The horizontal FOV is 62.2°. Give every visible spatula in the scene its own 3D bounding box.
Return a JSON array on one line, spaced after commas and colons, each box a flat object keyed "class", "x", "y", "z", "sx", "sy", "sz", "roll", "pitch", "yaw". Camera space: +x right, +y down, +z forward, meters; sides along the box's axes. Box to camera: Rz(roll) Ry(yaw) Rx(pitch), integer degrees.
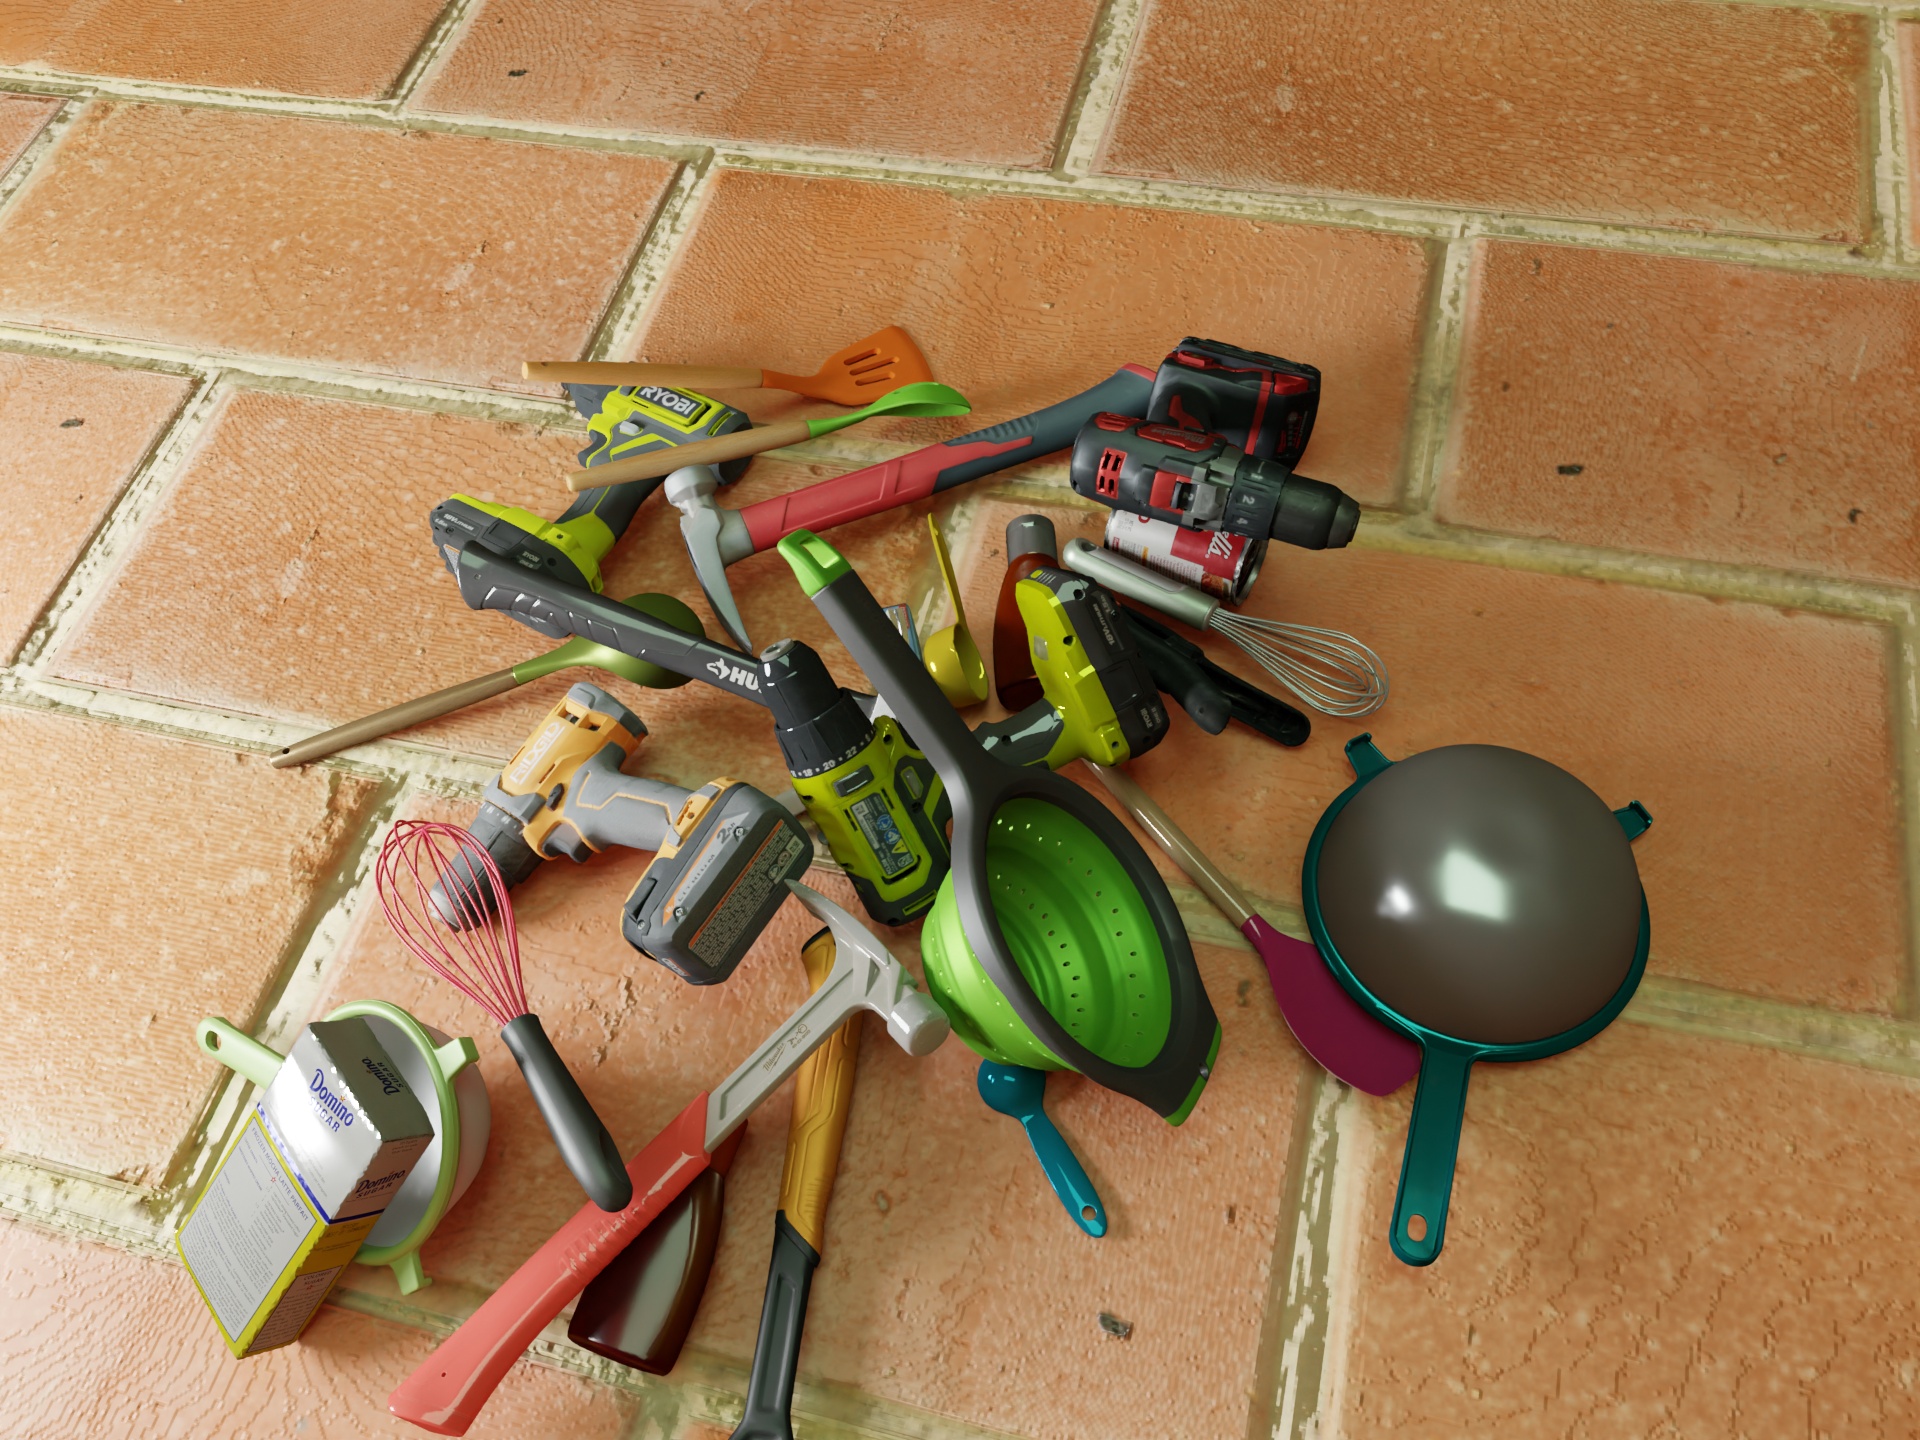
[{"class": "spatula", "x": -0.175, "y": -0.272, "z": 1.225, "sx": 0.322, "sy": 0.041, "sz": 0.081, "roll": -6, "pitch": 53, "yaw": -31}]

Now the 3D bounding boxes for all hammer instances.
[{"class": "hammer", "x": -0.083, "y": 0.276, "z": 0.923, "sx": 0.127, "sy": 0.034, "sz": 0.337, "roll": 2, "pitch": 58, "yaw": 8}, {"class": "hammer", "x": -0.190, "y": -0.053, "z": 1.071, "sx": 0.335, "sy": 0.035, "sz": 0.146, "roll": 21, "pitch": 99, "yaw": 10}, {"class": "hammer", "x": -0.013, "y": -0.173, "z": 1.184, "sx": 0.386, "sy": 0.038, "sz": 0.143, "roll": -20, "pitch": 81, "yaw": -12}, {"class": "hammer", "x": -0.176, "y": 0.250, "z": 0.899, "sx": 0.359, "sy": 0.036, "sz": 0.149, "roll": -43, "pitch": 48, "yaw": -12}]

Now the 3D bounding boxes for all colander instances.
[{"class": "colander", "x": -0.003, "y": 0.071, "z": 0.929, "sx": 0.397, "sy": 0.094, "sz": 0.204, "roll": 54, "pitch": 31, "yaw": -5}]

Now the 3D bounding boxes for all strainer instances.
[{"class": "strainer", "x": 0.297, "y": 0.139, "z": 0.919, "sx": 0.211, "sy": 0.095, "sz": 0.341, "roll": 15, "pitch": 57, "yaw": 11}, {"class": "strainer", "x": -0.370, "y": 0.228, "z": 0.973, "sx": 0.256, "sy": 0.069, "sz": 0.151, "roll": 15, "pitch": 94, "yaw": 34}]

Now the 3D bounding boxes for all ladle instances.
[{"class": "ladle", "x": -0.336, "y": -0.017, "z": 1.137, "sx": 0.320, "sy": 0.062, "sz": 0.078, "roll": -19, "pitch": 58, "yaw": 2}]

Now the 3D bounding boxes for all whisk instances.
[{"class": "whisk", "x": -0.265, "y": 0.164, "z": 0.926, "sx": 0.073, "sy": 0.073, "sz": 0.296, "roll": -32, "pitch": 60, "yaw": -14}, {"class": "whisk", "x": 0.179, "y": -0.069, "z": 1.091, "sx": 0.246, "sy": 0.059, "sz": 0.058, "roll": 27, "pitch": 39, "yaw": 18}]

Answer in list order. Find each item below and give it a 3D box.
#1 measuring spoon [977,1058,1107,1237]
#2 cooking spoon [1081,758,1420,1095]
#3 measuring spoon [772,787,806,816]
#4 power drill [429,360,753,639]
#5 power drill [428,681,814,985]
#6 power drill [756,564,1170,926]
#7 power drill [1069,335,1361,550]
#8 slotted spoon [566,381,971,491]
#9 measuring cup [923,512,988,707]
[{"class": "measuring spoon", "x": 0.050, "y": 0.245, "z": 0.935, "sx": 0.042, "sy": 0.021, "sz": 0.129, "roll": -27, "pitch": 58, "yaw": -10}, {"class": "cooking spoon", "x": 0.166, "y": 0.110, "z": 1.009, "sx": 0.069, "sy": 0.017, "sz": 0.319, "roll": -28, "pitch": 59, "yaw": -24}, {"class": "measuring spoon", "x": -0.137, "y": 0.073, "z": 1.071, "sx": 0.124, "sy": 0.018, "sz": 0.034, "roll": -28, "pitch": 56, "yaw": -19}, {"class": "power drill", "x": -0.287, "y": -0.181, "z": 1.209, "sx": 0.171, "sy": 0.080, "sz": 0.223, "roll": 26, "pitch": 60, "yaw": 19}, {"class": "power drill", "x": -0.227, "y": 0.087, "z": 1.017, "sx": 0.226, "sy": 0.084, "sz": 0.185, "roll": 25, "pitch": 71, "yaw": 35}, {"class": "power drill", "x": -0.002, "y": -0.003, "z": 1.000, "sx": 0.228, "sy": 0.190, "sz": 0.080, "roll": -30, "pitch": 18, "yaw": -9}, {"class": "power drill", "x": 0.192, "y": -0.185, "z": 1.094, "sx": 0.188, "sy": 0.080, "sz": 0.227, "roll": 18, "pitch": 31, "yaw": 14}, {"class": "slotted spoon", "x": -0.138, "y": -0.211, "z": 1.183, "sx": 0.313, "sy": 0.070, "sz": 0.031, "roll": -17, "pitch": 97, "yaw": -20}, {"class": "measuring cup", "x": -0.014, "y": -0.078, "z": 1.120, "sx": 0.029, "sy": 0.062, "sz": 0.157, "roll": -22, "pitch": 61, "yaw": 15}]
